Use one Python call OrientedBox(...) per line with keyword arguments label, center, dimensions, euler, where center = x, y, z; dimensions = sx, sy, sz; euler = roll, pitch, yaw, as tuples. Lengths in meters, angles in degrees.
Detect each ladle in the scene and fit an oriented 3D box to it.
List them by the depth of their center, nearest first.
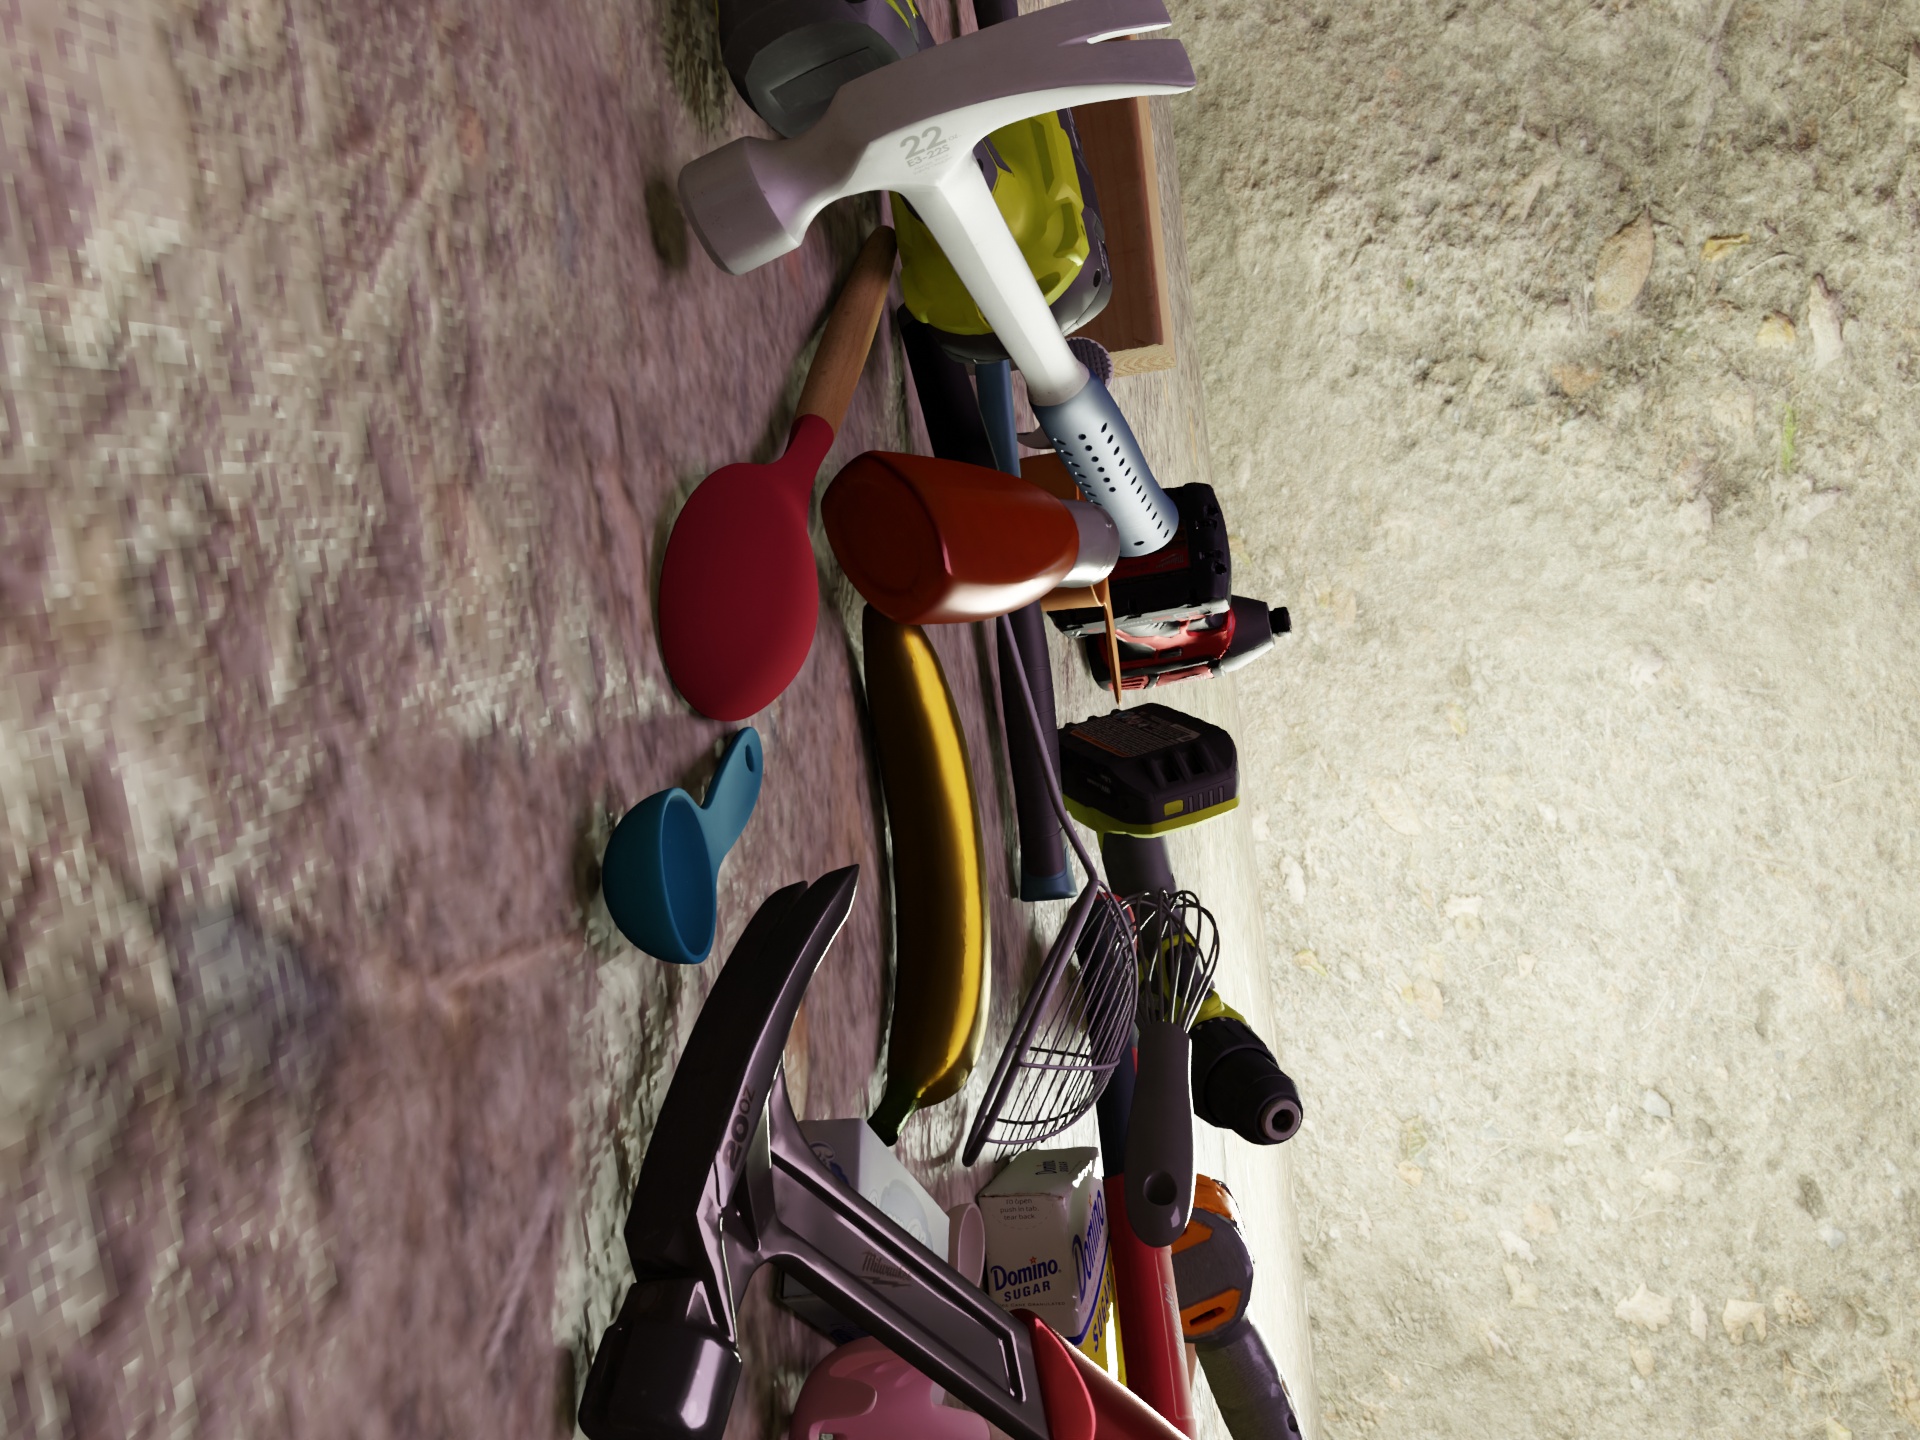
OrientedBox(label="ladle", center=(-0.047, -0.109, 0.547), dimensions=(0.316, 0.031, 0.069), euler=(-81, 158, -52))

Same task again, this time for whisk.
OrientedBox(label="whisk", center=(0.085, 0.139, 0.685), dimensions=(0.239, 0.055, 0.055), euler=(-73, 153, -65))

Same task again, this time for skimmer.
OrientedBox(label="skimmer", center=(-0.001, -0.002, 0.674), dimensions=(0.127, 0.090, 0.363), euler=(80, -5, -82))

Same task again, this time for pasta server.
OrientedBox(label="pasta server", center=(0.021, 0.251, 0.554), dimensions=(0.315, 0.040, 0.060), euler=(44, 52, -56))

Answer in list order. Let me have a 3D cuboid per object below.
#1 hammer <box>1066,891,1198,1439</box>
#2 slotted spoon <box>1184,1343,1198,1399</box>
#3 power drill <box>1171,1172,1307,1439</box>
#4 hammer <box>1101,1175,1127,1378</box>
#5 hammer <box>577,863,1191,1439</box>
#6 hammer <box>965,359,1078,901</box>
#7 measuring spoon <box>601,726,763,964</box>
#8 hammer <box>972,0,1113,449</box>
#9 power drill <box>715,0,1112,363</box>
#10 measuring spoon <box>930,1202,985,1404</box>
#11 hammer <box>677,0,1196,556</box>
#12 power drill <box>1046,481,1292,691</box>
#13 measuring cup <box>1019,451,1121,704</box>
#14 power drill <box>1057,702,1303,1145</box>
OrientedBox(label="hammer", center=(0.069, 0.191, 0.692), dimensions=(0.143, 0.038, 0.387), euler=(60, 14, -28))
OrientedBox(label="slotted spoon", center=(0.102, 0.409, 0.835), dimensions=(0.314, 0.031, 0.070), euler=(-65, 170, -50))
OrientedBox(label="power drill", center=(0.148, 0.336, 0.798), dimensions=(0.164, 0.084, 0.226), euler=(36, 29, -82))
OrientedBox(label="hammer", center=(0.108, 0.414, 0.934), dimensions=(0.127, 0.034, 0.336), euler=(-56, 138, -68))
OrientedBox(label="hammer", center=(0.043, 0.202, 0.464), dimensions=(0.358, 0.037, 0.149), euler=(47, 41, -30))
OrientedBox(label="hammer", center=(0.028, -0.064, 0.790), dimensions=(0.128, 0.033, 0.331), euler=(-74, 158, -77))
OrientedBox(label="measuring spoon", center=(-0.072, 0.026, 0.418), dimensions=(0.129, 0.021, 0.042), euler=(-81, 161, -74))
OrientedBox(label="hammer", center=(0.029, -0.348, 0.895), dimensions=(0.149, 0.036, 0.409), euler=(116, -34, -80))
OrientedBox(label="power drill", center=(-0.021, -0.245, 0.580), dimensions=(0.223, 0.080, 0.171), euler=(38, 39, -62))
OrientedBox(label="measuring spoon", center=(-0.014, 0.227, 0.569), dimensions=(0.124, 0.018, 0.034), euler=(-68, 150, -50))
OrientedBox(label="hammer", center=(0.042, -0.136, 0.618), dimensions=(0.405, 0.144, 0.035), euler=(32, 38, -71))
OrientedBox(label="power drill", center=(0.138, -0.076, 1.049), dimensions=(0.219, 0.143, 0.079), euler=(38, 45, -68))
OrientedBox(label="measuring cup", center=(0.057, -0.073, 0.904), dimensions=(0.095, 0.052, 0.173), euler=(-81, 162, -47))
OrientedBox(label="power drill", center=(0.123, 0.117, 0.905), dimensions=(0.191, 0.080, 0.228), euler=(-151, -132, -68))
